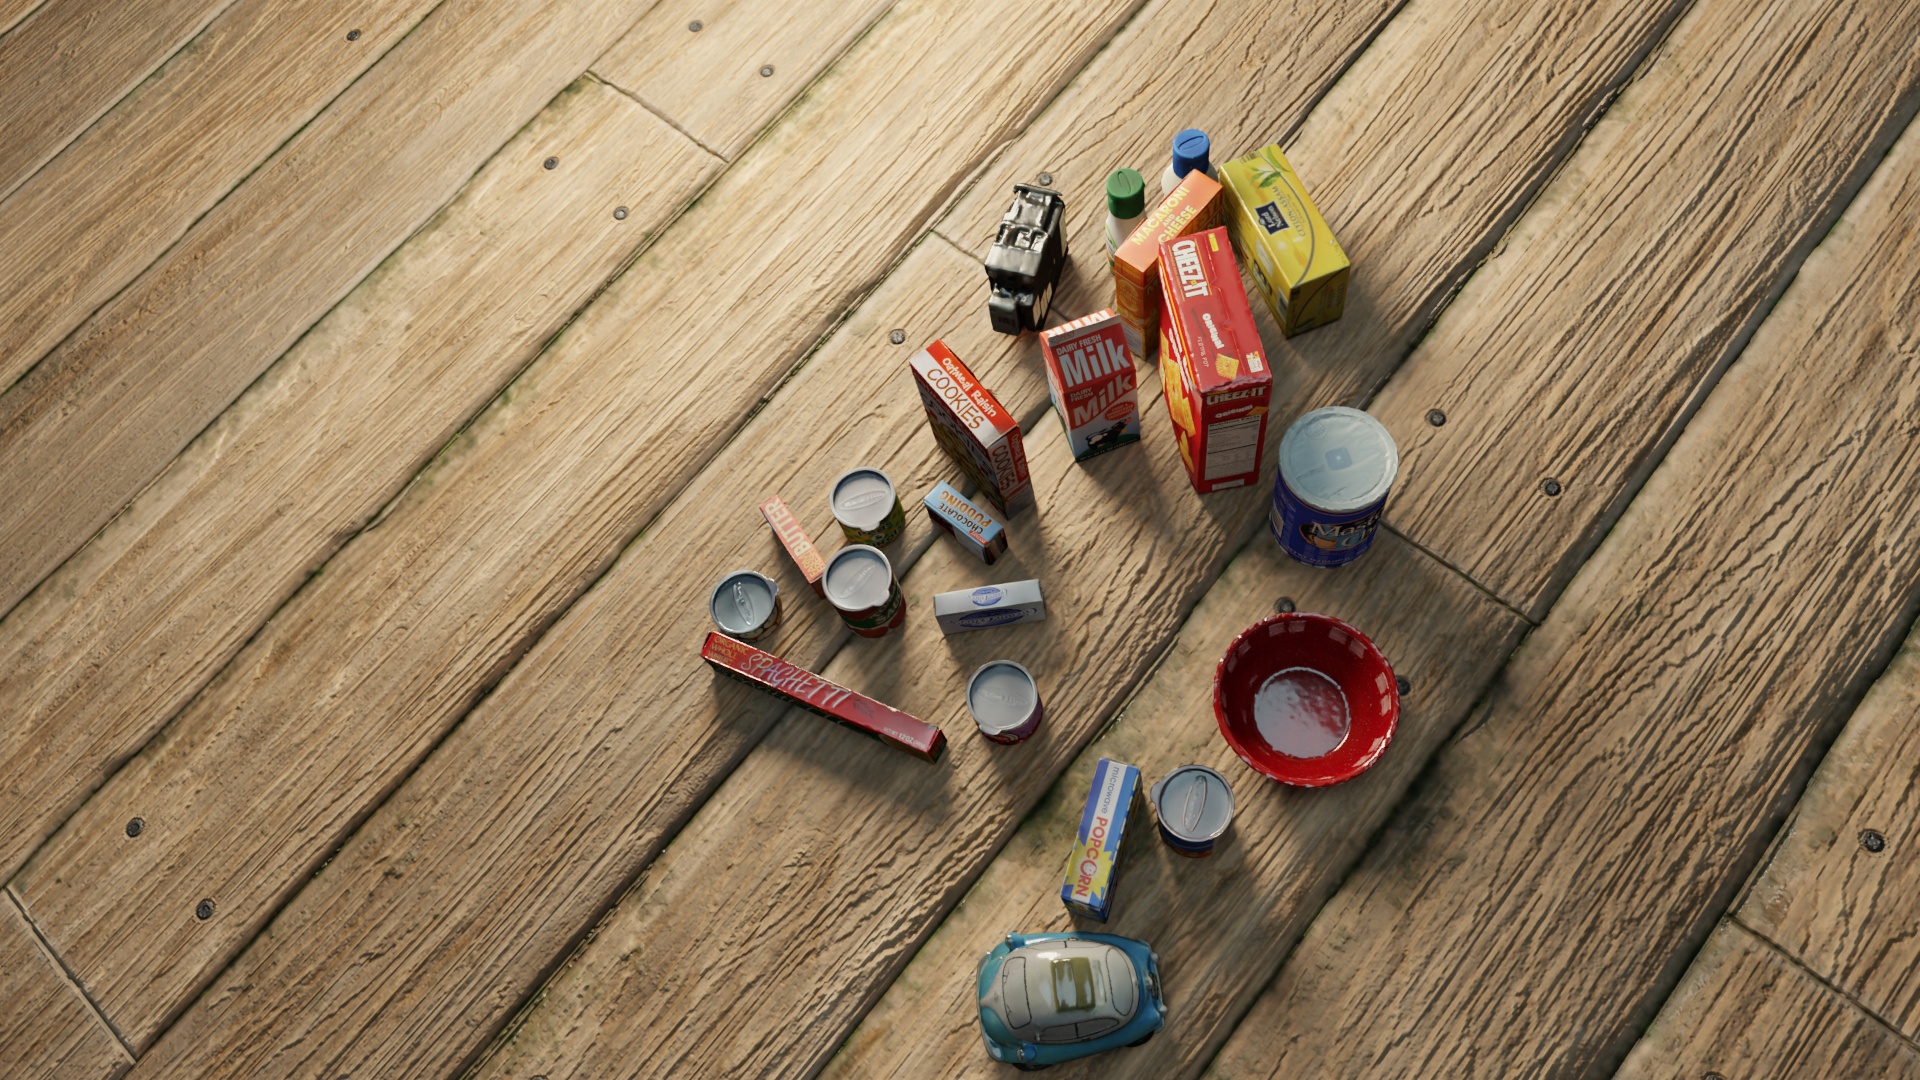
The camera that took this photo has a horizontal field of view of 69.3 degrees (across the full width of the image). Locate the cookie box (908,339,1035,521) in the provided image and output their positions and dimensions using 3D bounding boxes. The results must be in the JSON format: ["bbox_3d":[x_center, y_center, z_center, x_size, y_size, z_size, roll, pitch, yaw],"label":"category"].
[{"bbox_3d":[0.014,-0.104,1.336,0.040,0.167,0.123,-37,67,-8],"label":"cookie box"}]

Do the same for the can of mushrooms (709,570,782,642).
[{"bbox_3d":[-0.209,0.065,1.369,0.071,0.033,0.071,-3,67,7],"label":"can of mushrooms"}]

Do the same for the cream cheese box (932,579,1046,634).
[{"bbox_3d":[0.029,0.063,1.324,0.104,0.053,0.024,-9,66,5],"label":"cream cheese box"}]

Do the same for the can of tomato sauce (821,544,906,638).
[{"bbox_3d":[-0.089,0.051,1.330,0.071,0.083,0.071,-3,67,7],"label":"can of tomato sauce"}]

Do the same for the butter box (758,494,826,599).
[{"bbox_3d":[-0.159,0.007,1.376,0.024,0.053,0.104,-34,66,-6],"label":"butter box"}]

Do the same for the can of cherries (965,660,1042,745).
[{"bbox_3d":[0.040,0.153,1.281,0.071,0.058,0.072,-3,67,7],"label":"can of cherries"}]

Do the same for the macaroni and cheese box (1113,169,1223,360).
[{"bbox_3d":[0.206,-0.271,1.380,0.040,0.166,0.124,38,77,21],"label":"macaroni and cheese box"}]

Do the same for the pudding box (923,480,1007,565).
[{"bbox_3d":[0.005,-0.017,1.364,0.084,0.049,0.030,38,77,21],"label":"pudding box"}]

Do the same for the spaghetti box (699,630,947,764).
[{"bbox_3d":[-0.132,0.148,1.313,0.250,0.050,0.029,21,72,16],"label":"spaghetti box"}]

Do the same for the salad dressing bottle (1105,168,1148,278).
[{"bbox_3d":[0.170,-0.321,1.417,0.044,0.147,0.064,-19,66,0],"label":"salad dressing bottle"}]

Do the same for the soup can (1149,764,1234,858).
[{"bbox_3d":[0.201,0.235,1.207,0.071,0.083,0.071,-3,67,7],"label":"soup can"}]

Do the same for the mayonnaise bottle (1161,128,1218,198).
[{"bbox_3d":[0.236,-0.360,1.424,0.065,0.147,0.041,-25,66,-2],"label":"mayonnaise bottle"}]

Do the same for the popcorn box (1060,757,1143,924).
[{"bbox_3d":[0.124,0.261,1.207,0.038,0.085,0.127,14,70,14],"label":"popcorn box"}]

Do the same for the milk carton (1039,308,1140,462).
[{"bbox_3d":[0.124,-0.155,1.329,0.072,0.190,0.073,-19,66,0],"label":"milk carton"}]

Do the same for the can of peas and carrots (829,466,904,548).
[{"bbox_3d":[-0.091,-0.029,1.379,0.071,0.058,0.071,-3,67,7],"label":"can of peas and carrots"}]
